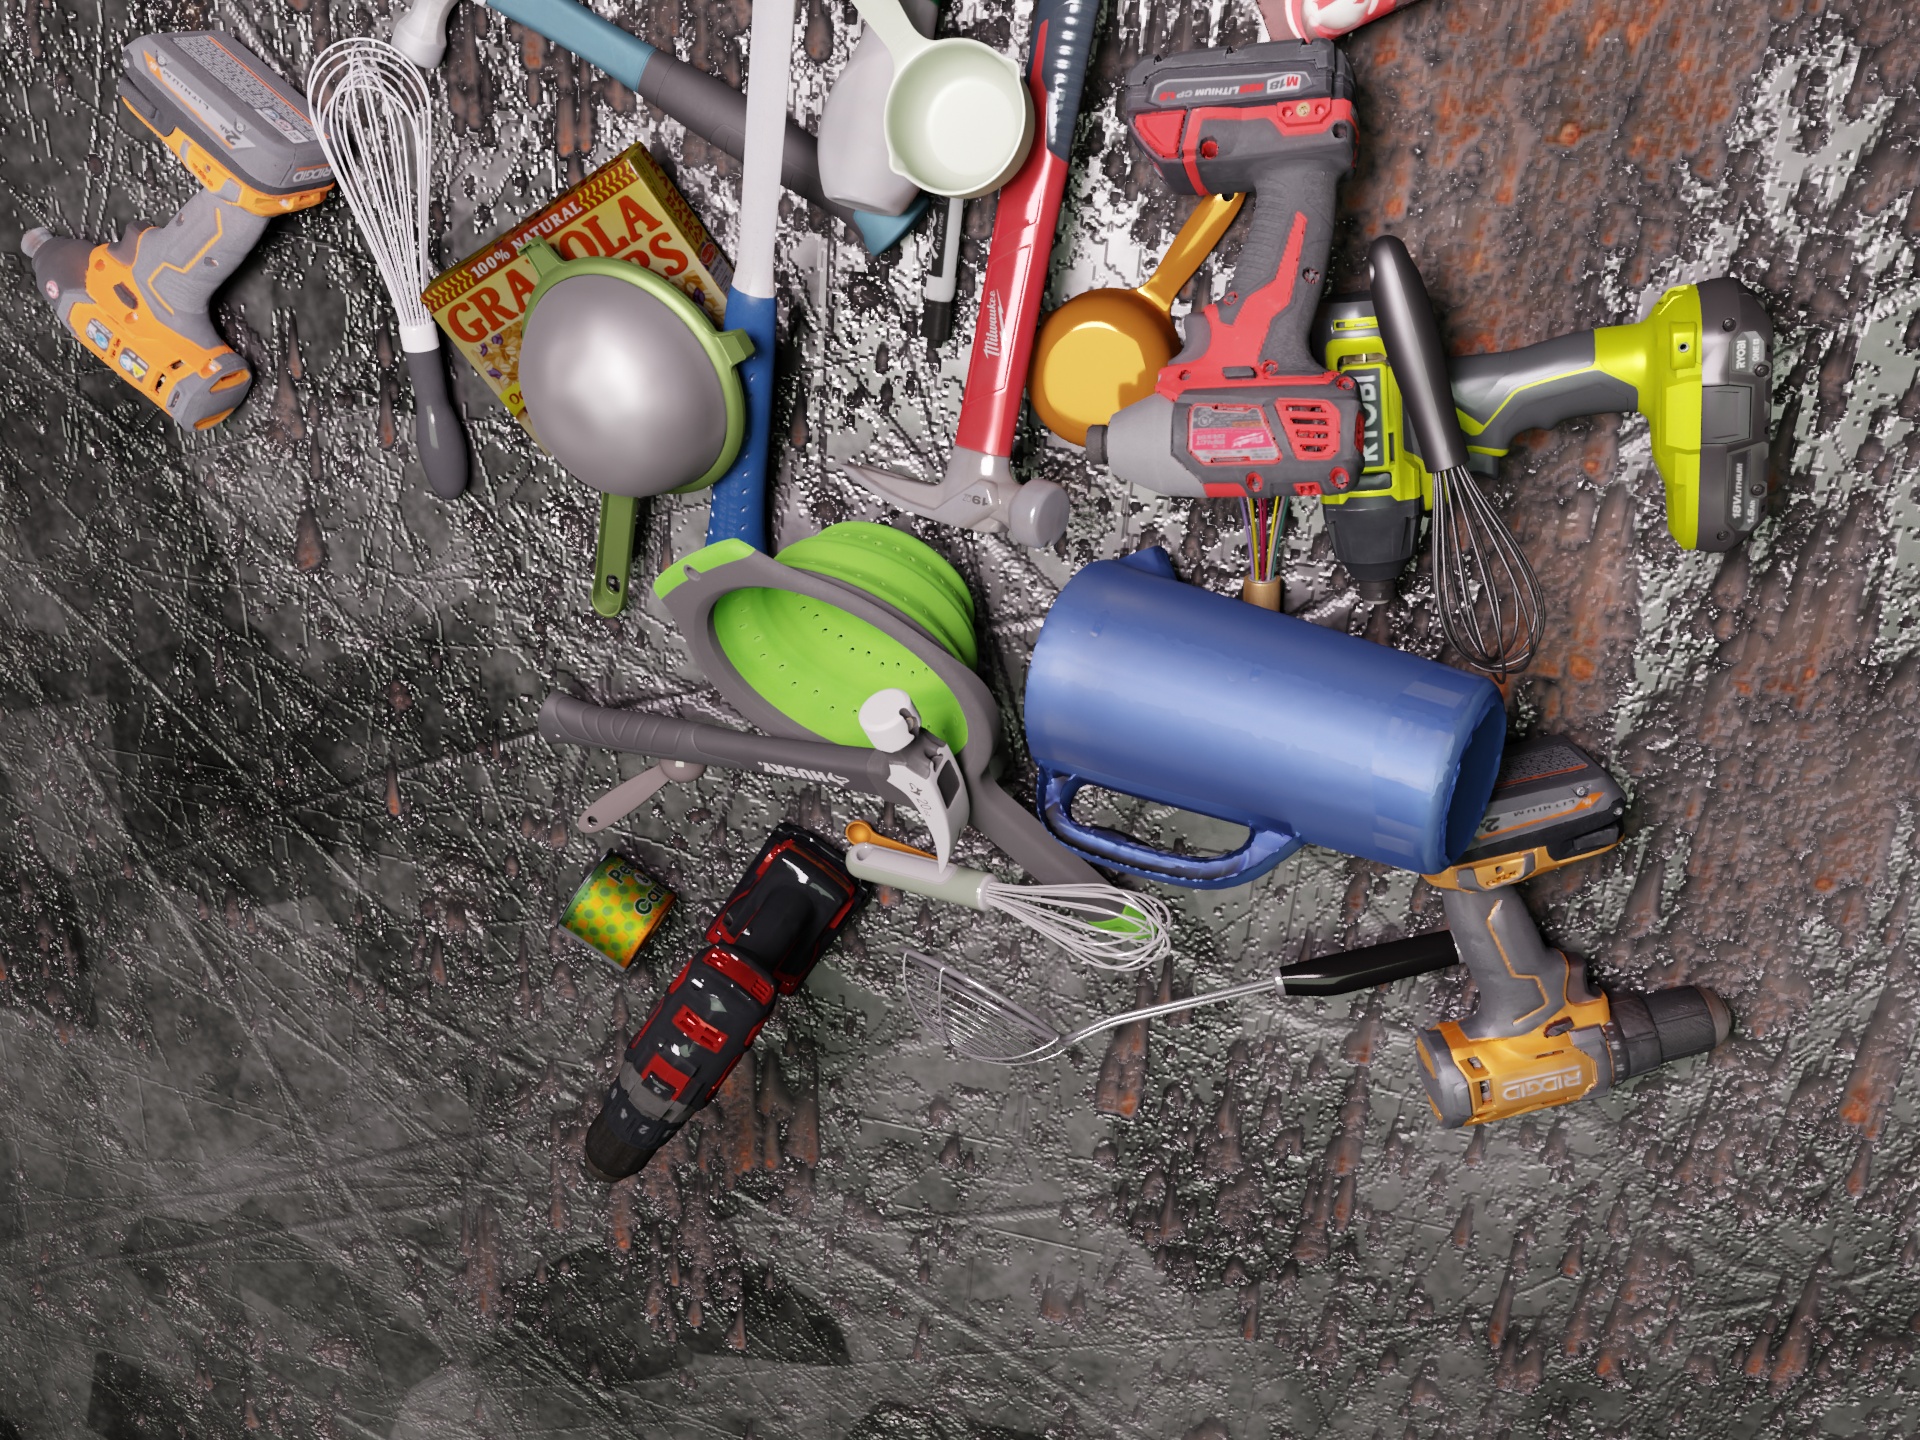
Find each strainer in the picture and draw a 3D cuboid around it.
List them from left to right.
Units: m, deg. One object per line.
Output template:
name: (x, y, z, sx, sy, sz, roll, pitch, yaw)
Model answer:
strainer: (-0.215, -0.147, 0.949, 0.151, 0.069, 0.256, 26, 134, 9)

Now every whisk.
whisk: (-0.343, -0.272, 0.990, 0.070, 0.070, 0.284, 5, 120, 14)
whisk: (0.024, 0.110, 1.008, 0.246, 0.058, 0.059, 10, 140, 35)
whisk: (0.173, -0.103, 0.927, 0.051, 0.047, 0.244, 3, 116, 13)
whisk: (0.250, -0.132, 0.817, 0.055, 0.055, 0.239, -16, 100, 21)

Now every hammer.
hammer: (-0.168, -0.365, 0.917, 0.331, 0.033, 0.128, 31, 118, 1)
hammer: (-0.144, 0.021, 1.018, 0.335, 0.035, 0.146, 8, 145, 32)
hammer: (-0.119, -0.252, 0.881, 0.144, 0.035, 0.405, 21, 134, 9)
hammer: (0.028, -0.297, 0.861, 0.143, 0.038, 0.386, 21, 108, 31)

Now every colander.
colander: (-0.002, -0.003, 0.993, 0.396, 0.094, 0.204, 41, 148, -24)

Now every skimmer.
skimmer: (0.140, 0.155, 1.035, 0.363, 0.127, 0.090, -14, 67, 8)

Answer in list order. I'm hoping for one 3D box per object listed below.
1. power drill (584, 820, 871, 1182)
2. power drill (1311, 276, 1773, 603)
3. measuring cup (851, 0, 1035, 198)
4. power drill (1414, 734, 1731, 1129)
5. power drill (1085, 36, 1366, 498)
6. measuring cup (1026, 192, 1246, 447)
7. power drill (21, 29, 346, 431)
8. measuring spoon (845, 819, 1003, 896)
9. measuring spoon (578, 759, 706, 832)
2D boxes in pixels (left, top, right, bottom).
power drill: (-0.156, 0.184, 1.034, 0.080, 0.227, 0.188, 35, 116, -1)
power drill: (0.306, -0.149, 0.854, 0.223, 0.080, 0.171, -1, 111, 20)
measuring cup: (-0.023, -0.346, 0.826, 0.083, 0.038, 0.167, -34, 86, 20)
power drill: (0.357, 0.127, 0.944, 0.185, 0.084, 0.226, -13, 110, 2)
power drill: (0.137, -0.224, 0.820, 0.143, 0.078, 0.220, 1, 89, 19)
measuring cup: (0.103, -0.228, 0.886, 0.095, 0.052, 0.173, 36, 119, -1)
power drill: (-0.501, -0.316, 1.005, 0.164, 0.084, 0.226, 40, 120, -3)
measuring spoon: (-0.024, 0.096, 1.084, 0.117, 0.011, 0.021, 25, 122, 1)
measuring spoon: (-0.228, 0.051, 1.115, 0.124, 0.018, 0.034, -32, 101, 25)
